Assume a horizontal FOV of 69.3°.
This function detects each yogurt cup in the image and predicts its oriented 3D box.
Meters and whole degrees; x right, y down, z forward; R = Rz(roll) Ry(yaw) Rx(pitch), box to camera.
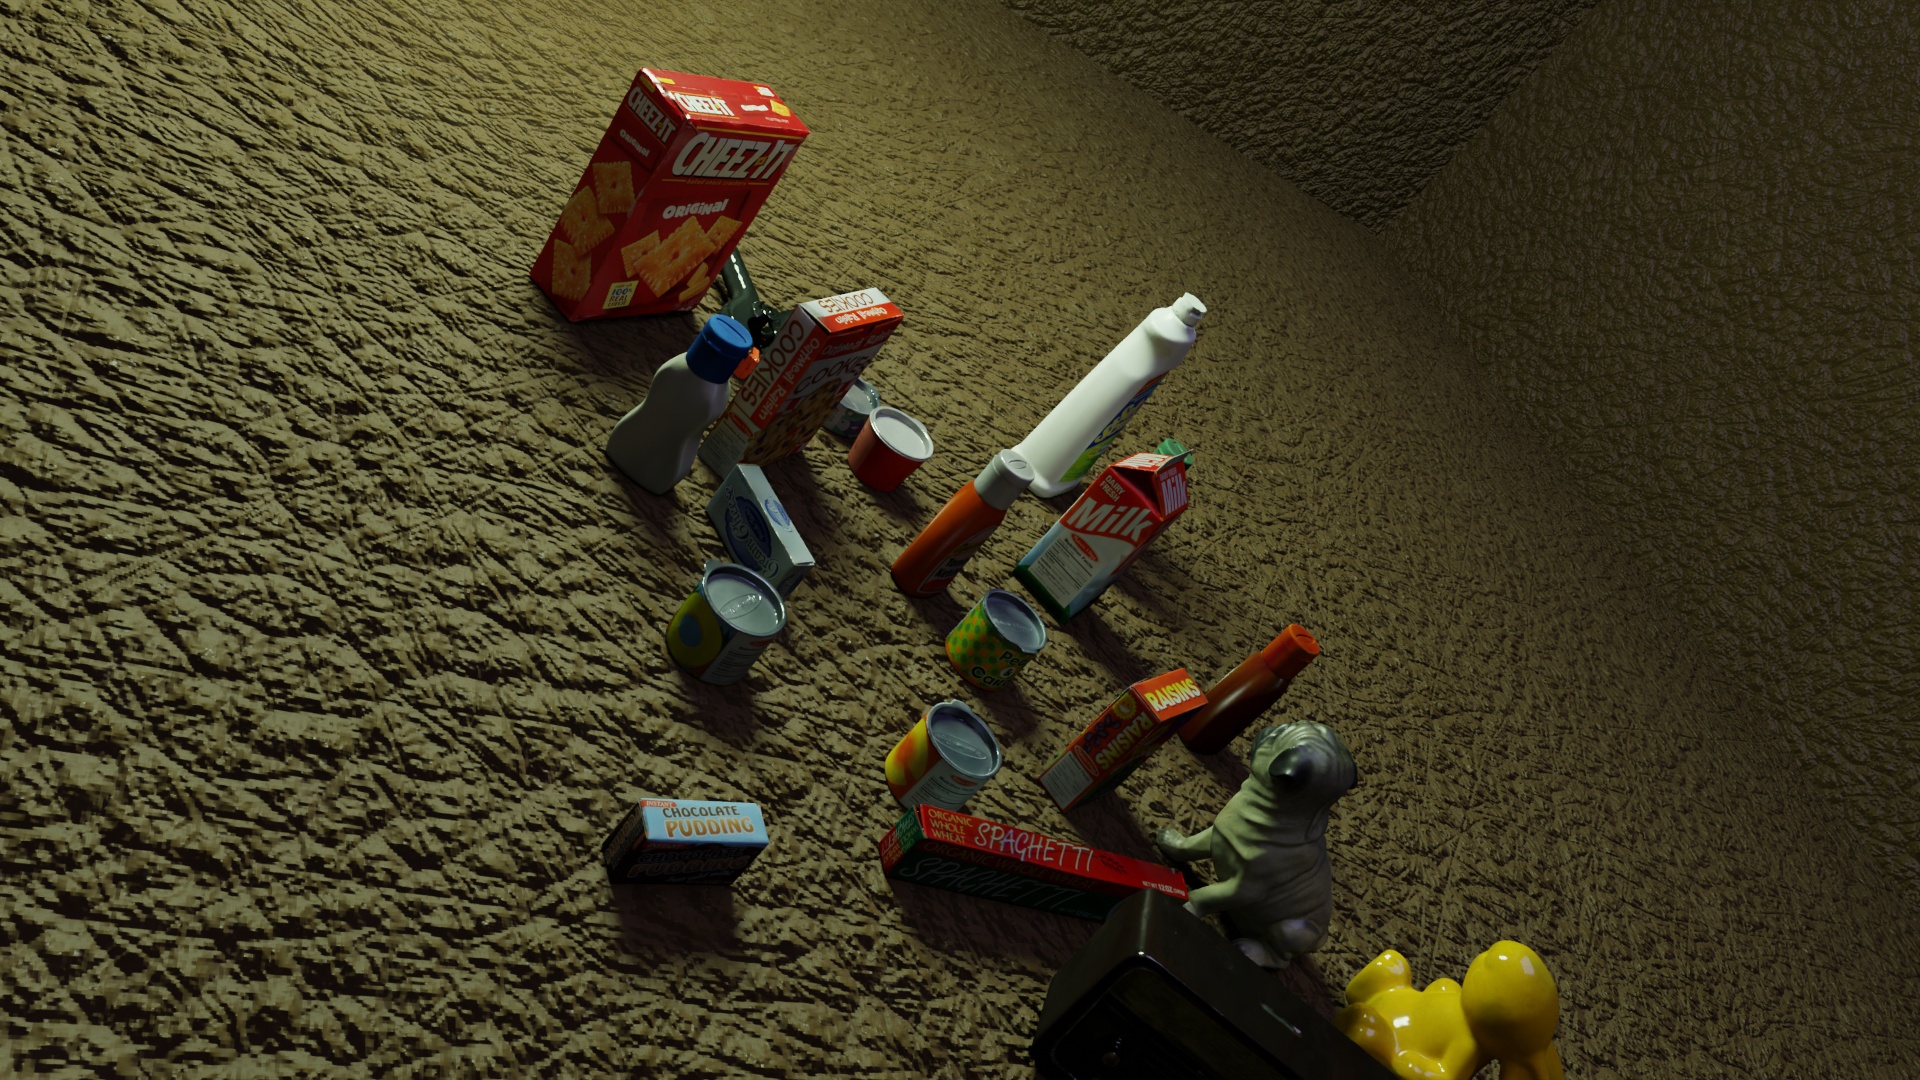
[{"bbox_3d":[-0.067,-0.082,1.276,0.072,0.053,0.073,29,31,-20],"label":"yogurt cup"}]

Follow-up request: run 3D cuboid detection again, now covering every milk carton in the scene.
[{"bbox_3d":[0.142,-0.015,1.291,0.073,0.189,0.072,47,29,11],"label":"milk carton"}]

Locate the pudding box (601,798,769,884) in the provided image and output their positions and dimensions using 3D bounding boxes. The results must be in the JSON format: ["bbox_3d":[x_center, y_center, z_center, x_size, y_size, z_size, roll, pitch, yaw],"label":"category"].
[{"bbox_3d":[-0.161,0.178,0.820,0.084,0.049,0.030,13,39,-40],"label":"pudding box"}]

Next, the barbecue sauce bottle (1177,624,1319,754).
[{"bbox_3d":[0.265,0.137,1.273,0.065,0.148,0.044,10,41,-43],"label":"barbecue sauce bottle"}]

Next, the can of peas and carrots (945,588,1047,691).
[{"bbox_3d":[0.030,0.085,1.160,0.071,0.058,0.071,29,31,-20],"label":"can of peas and carrots"}]

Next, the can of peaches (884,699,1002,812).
[{"bbox_3d":[-0.013,0.160,1.009,0.071,0.057,0.071,29,31,-20],"label":"can of peaches"}]

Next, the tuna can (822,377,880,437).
[{"bbox_3d":[-0.110,-0.131,1.315,0.071,0.032,0.071,29,31,-20],"label":"tuna can"}]

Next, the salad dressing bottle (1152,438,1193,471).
[{"bbox_3d":[0.175,-0.040,1.407,0.044,0.147,0.064,18,36,-35],"label":"salad dressing bottle"}]

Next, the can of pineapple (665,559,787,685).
[{"bbox_3d":[-0.165,0.057,0.970,0.071,0.057,0.071,29,31,-20],"label":"can of pineapple"}]

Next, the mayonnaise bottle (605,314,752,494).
[{"bbox_3d":[-0.208,-0.104,1.046,0.065,0.147,0.041,41,29,-1],"label":"mayonnaise bottle"}]

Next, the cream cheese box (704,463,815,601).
[{"bbox_3d":[-0.155,-0.004,1.069,0.024,0.053,0.104,1,48,-49],"label":"cream cheese box"}]

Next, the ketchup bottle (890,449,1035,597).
[{"bbox_3d":[0.004,-0.015,1.172,0.043,0.148,0.065,52,31,19],"label":"ketchup bottle"}]

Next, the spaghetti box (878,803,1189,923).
[{"bbox_3d":[0.057,0.237,0.994,0.250,0.050,0.029,21,35,-31],"label":"spaghetti box"}]

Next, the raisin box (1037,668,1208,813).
[{"bbox_3d":[0.130,0.159,1.111,0.086,0.123,0.040,-7,55,-53],"label":"raisin box"}]

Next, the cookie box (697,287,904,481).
[{"bbox_3d":[-0.131,-0.130,1.152,0.040,0.166,0.123,45,29,7],"label":"cookie box"}]
